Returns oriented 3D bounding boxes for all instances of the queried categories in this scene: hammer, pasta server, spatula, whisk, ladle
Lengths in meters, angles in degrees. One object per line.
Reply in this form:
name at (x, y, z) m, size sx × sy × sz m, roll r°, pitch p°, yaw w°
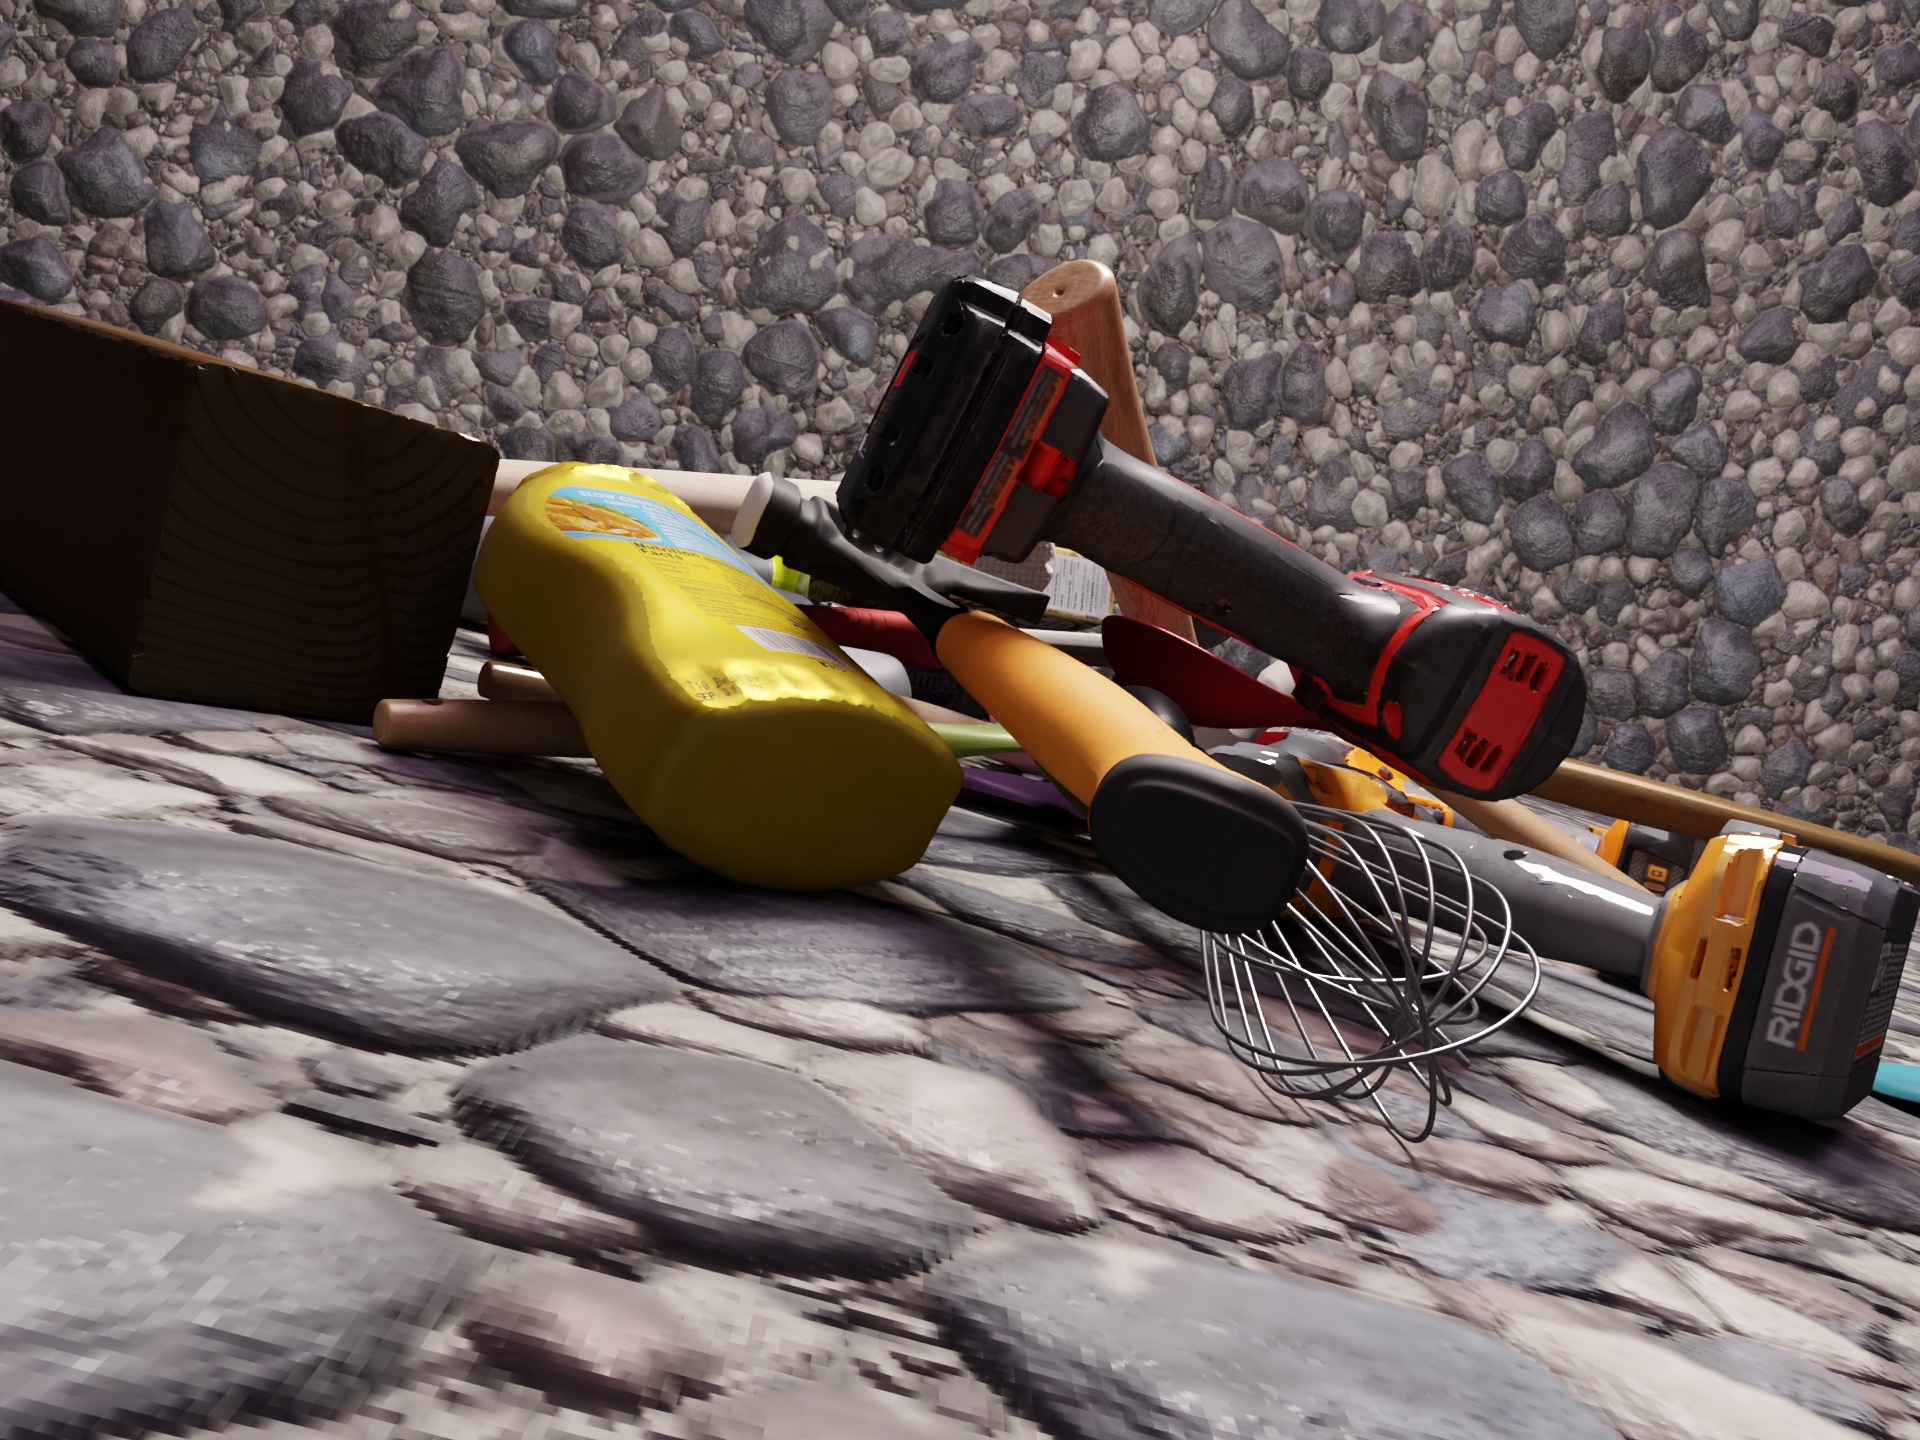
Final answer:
hammer at (-0.045, -0.037, 0.769) m, size 0.359 × 0.037 × 0.149 m, roll 2°, pitch -20°, yaw -29°
hammer at (-0.170, -0.104, 0.716) m, size 0.410 × 0.038 × 0.146 m, roll 2°, pitch 23°, yaw -11°
pasta server at (-0.001, -0.002, 0.693) m, size 0.060 × 0.040 × 0.316 m, roll -6°, pitch -7°, yaw 22°
hammer at (0.016, -0.014, 0.467) m, size 0.127 × 0.034 × 0.337 m, roll 23°, pitch 9°, yaw -21°
spatula at (-0.037, 0.016, 0.624) m, size 0.315 × 0.018 × 0.060 m, roll 14°, pitch 7°, yaw -37°
whisk at (0.075, 0.031, 0.447) m, size 0.070 × 0.070 × 0.285 m, roll 15°, pitch 12°, yaw -11°
ladle at (-0.039, 0.018, 0.541) m, size 0.320 × 0.062 × 0.078 m, roll 3°, pitch 17°, yaw -39°
hammer at (0.076, -0.059, 0.663) m, size 0.031 × 0.130 × 0.331 m, roll 54°, pitch -5°, yaw 35°
ladle at (0.203, 0.015, 0.608) m, size 0.315 × 0.031 × 0.069 m, roll 15°, pitch -11°, yaw 9°
spatula at (0.288, 0.074, 0.633) m, size 0.318 × 0.044 × 0.082 m, roll 37°, pitch 17°, yaw 24°

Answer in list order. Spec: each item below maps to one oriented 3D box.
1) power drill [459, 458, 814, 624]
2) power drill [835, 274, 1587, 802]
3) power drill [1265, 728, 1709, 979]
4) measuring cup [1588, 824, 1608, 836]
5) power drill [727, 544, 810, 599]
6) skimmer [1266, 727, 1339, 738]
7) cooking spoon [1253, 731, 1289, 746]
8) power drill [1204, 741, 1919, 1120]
power drill at (-0.183, -0.079, 0.860) m, size 0.190 × 0.080 × 0.229 m, roll 13°, pitch 9°, yaw -21°
power drill at (0.075, -0.051, 0.502) m, size 0.219 × 0.078 × 0.143 m, roll 26°, pitch 8°, yaw -9°
power drill at (0.243, 0.056, 0.746) m, size 0.227 × 0.084 × 0.164 m, roll 15°, pitch 4°, yaw 33°
measuring cup at (0.410, 0.101, 0.917) m, size 0.095 × 0.052 × 0.173 m, roll 20°, pitch 5°, yaw 32°
power drill at (-0.185, -0.115, 1.228) m, size 0.223 × 0.080 × 0.171 m, roll 7°, pitch 9°, yaw -36°
skimmer at (0.117, -0.013, 0.971) m, size 0.363 × 0.090 × 0.127 m, roll 11°, pitch 51°, yaw -19°
cooking spoon at (0.259, 0.057, 0.946) m, size 0.318 × 0.068 × 0.017 m, roll 19°, pitch 40°, yaw -36°
power drill at (0.205, 0.064, 0.567) m, size 0.226 × 0.084 × 0.185 m, roll 15°, pitch 2°, yaw 35°
